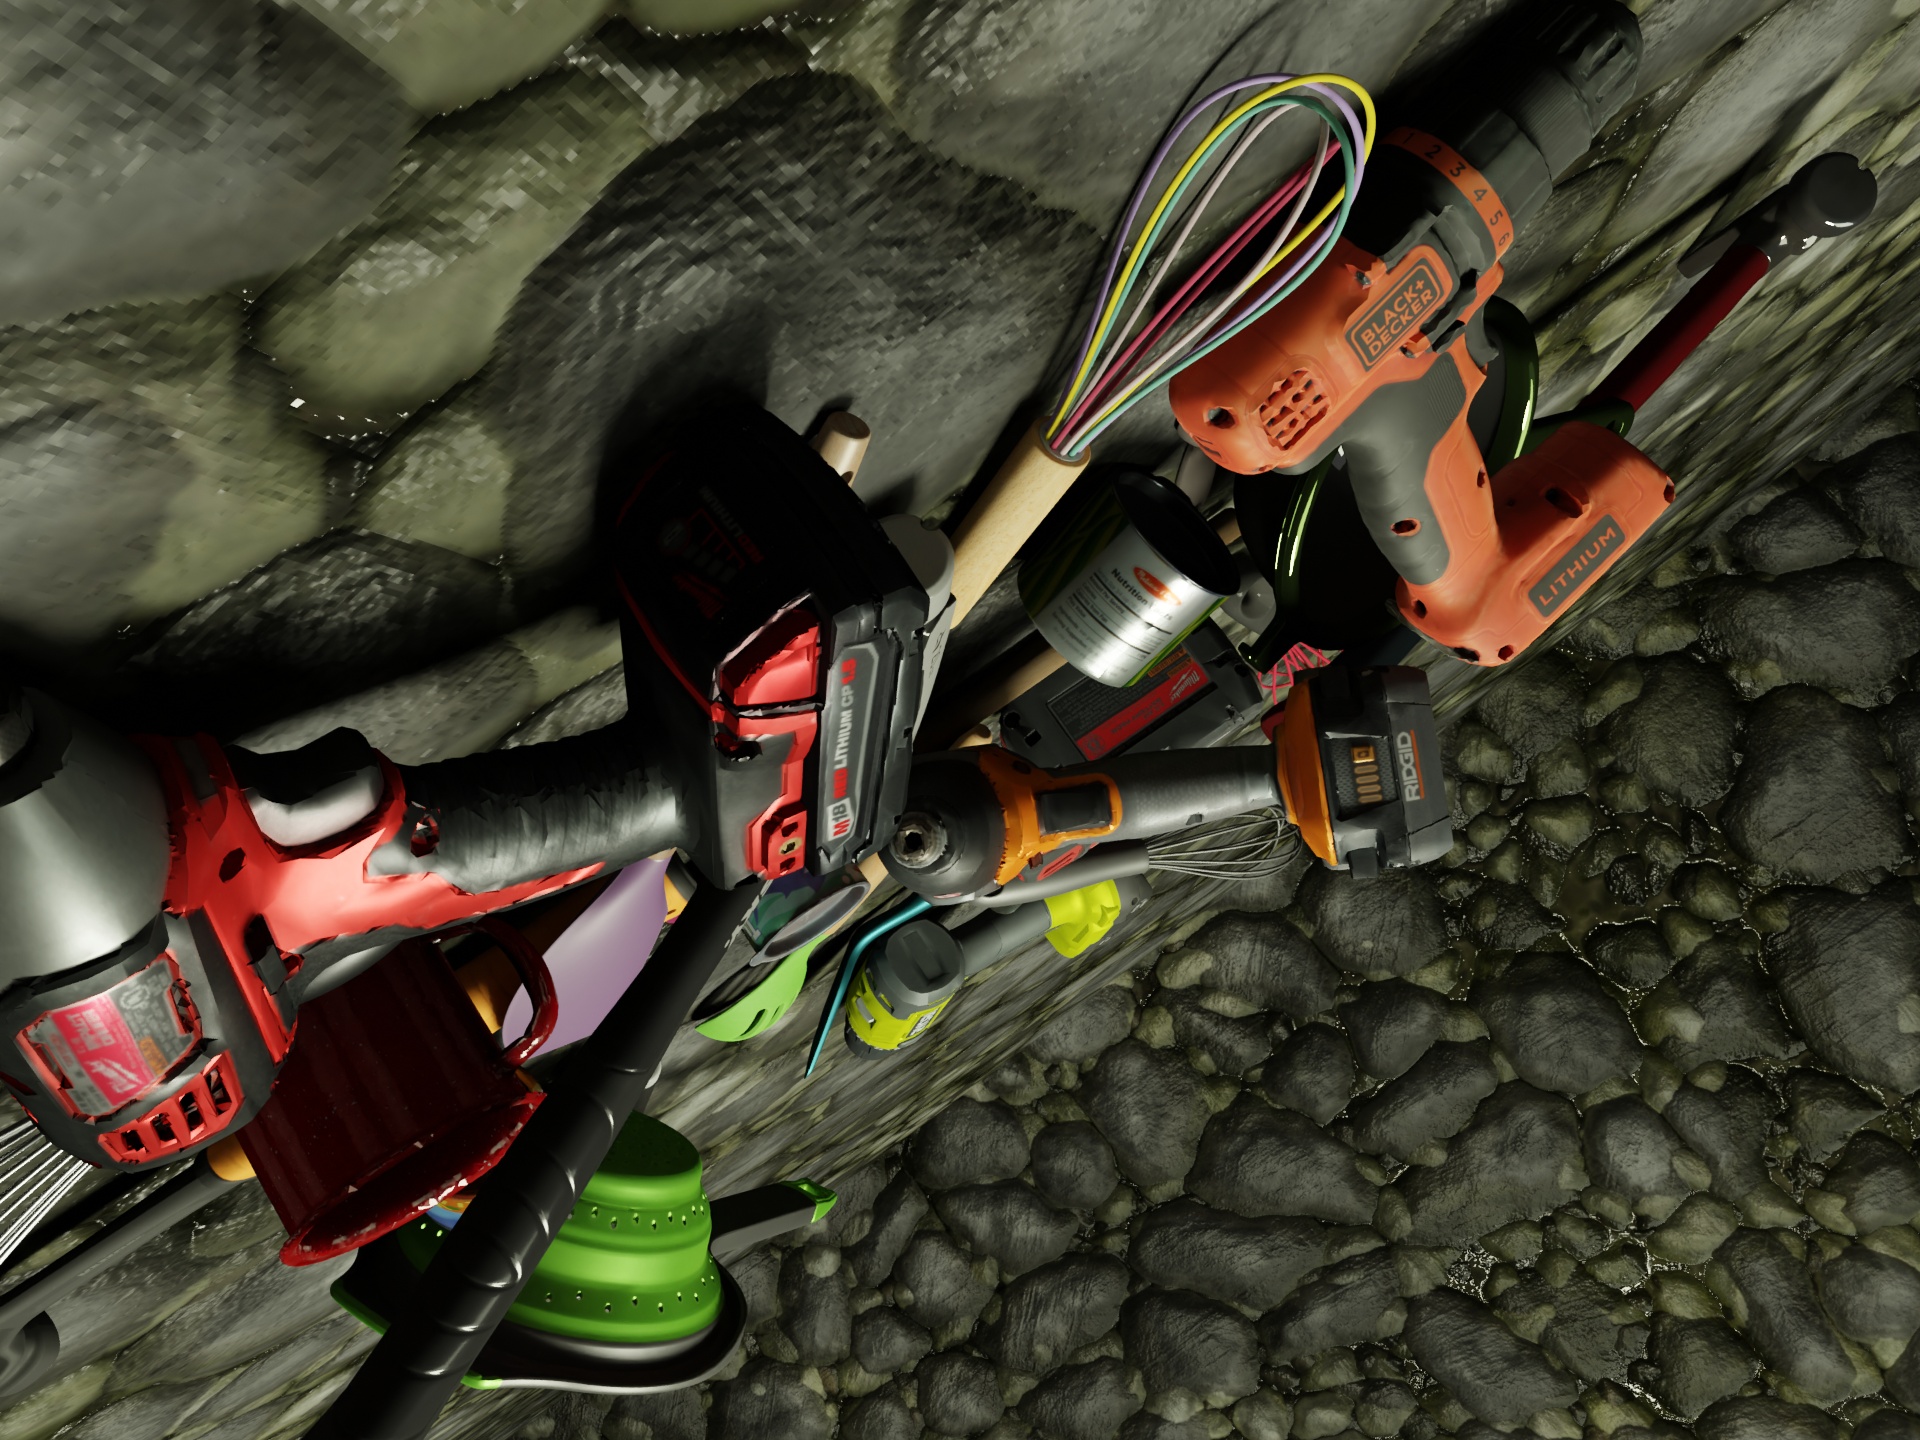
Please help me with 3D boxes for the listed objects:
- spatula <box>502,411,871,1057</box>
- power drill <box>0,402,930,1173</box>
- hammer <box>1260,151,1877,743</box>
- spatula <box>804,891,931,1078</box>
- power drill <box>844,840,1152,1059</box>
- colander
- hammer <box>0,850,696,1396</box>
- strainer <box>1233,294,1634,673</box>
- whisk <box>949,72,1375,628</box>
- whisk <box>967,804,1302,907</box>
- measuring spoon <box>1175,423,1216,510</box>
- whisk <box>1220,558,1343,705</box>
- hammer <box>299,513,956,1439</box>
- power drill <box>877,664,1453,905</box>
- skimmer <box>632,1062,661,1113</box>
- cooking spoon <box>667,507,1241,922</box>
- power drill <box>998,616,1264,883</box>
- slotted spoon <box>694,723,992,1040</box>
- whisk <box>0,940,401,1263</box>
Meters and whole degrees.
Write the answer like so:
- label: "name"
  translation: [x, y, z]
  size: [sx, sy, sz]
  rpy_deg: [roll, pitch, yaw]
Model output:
- label: "spatula"
  translation: [-0.096, 0.025, 0.526]
  size: [0.059, 0.018, 0.315]
  rpy_deg: [-15, 148, -43]
- label: "power drill"
  translation: [-0.121, 0.012, 0.371]
  size: [0.219, 0.079, 0.143]
  rpy_deg: [-24, 146, -25]
- label: "hammer"
  translation: [0.291, -0.123, 0.807]
  size: [0.386, 0.038, 0.143]
  rpy_deg: [-45, 179, -5]
- label: "spatula"
  translation: [0.005, 0.102, 1.007]
  size: [0.317, 0.044, 0.082]
  rpy_deg: [-41, -171, 9]
- label: "power drill"
  translation: [0.016, 0.171, 1.183]
  size: [0.228, 0.080, 0.190]
  rpy_deg: [-26, 162, -26]
- label: "colander"
  translation: [-0.168, 0.268, 0.912]
  size: [0.396, 0.205, 0.094]
  rpy_deg: [15, 93, -65]
- label: "hammer"
  translation: [-0.247, 0.146, 0.592]
  size: [0.337, 0.034, 0.127]
  rpy_deg: [-34, 166, -9]
- label: "strainer"
  translation: [0.198, -0.121, 0.674]
  size: [0.256, 0.069, 0.151]
  rpy_deg: [-18, 133, -39]
- label: "whisk"
  translation: [0.045, -0.099, 0.491]
  size: [0.047, 0.051, 0.245]
  rpy_deg: [-31, 168, -40]
- label: "whisk"
  translation: [0.111, 0.087, 0.991]
  size: [0.239, 0.055, 0.055]
  rpy_deg: [-9, 155, -21]
- label: "measuring spoon"
  translation: [0.102, -0.103, 0.649]
  size: [0.034, 0.018, 0.124]
  rpy_deg: [-35, 166, -7]
- label: "whisk"
  translation: [0.196, -0.050, 0.955]
  size: [0.073, 0.073, 0.295]
  rpy_deg: [-39, 159, 11]
- label: "hammer"
  translation: [-0.099, 0.094, 0.509]
  size: [0.335, 0.035, 0.146]
  rpy_deg: [-58, 174, -20]
- label: "power drill"
  translation: [0.077, 0.031, 0.650]
  size: [0.226, 0.084, 0.164]
  rpy_deg: [-9, 179, 13]
- label: "skimmer"
  translation: [-0.236, 0.321, 1.041]
  size: [0.127, 0.090, 0.363]
  rpy_deg: [5, 146, -19]
- label: "cooking spoon"
  translation: [-0.001, -0.002, 0.723]
  size: [0.319, 0.017, 0.068]
  rpy_deg: [-35, 172, -4]
- label: "power drill"
  translation: [0.098, 0.005, 0.863]
  size: [0.188, 0.080, 0.226]
  rpy_deg: [-34, 168, -9]
- label: "slotted spoon"
  translation: [-0.066, 0.100, 0.876]
  size: [0.070, 0.031, 0.313]
  rpy_deg: [-22, 158, -47]
- label: "whisk"
  translation: [-0.264, 0.127, 0.457]
  size: [0.284, 0.070, 0.070]
  rpy_deg: [-39, 166, -10]
